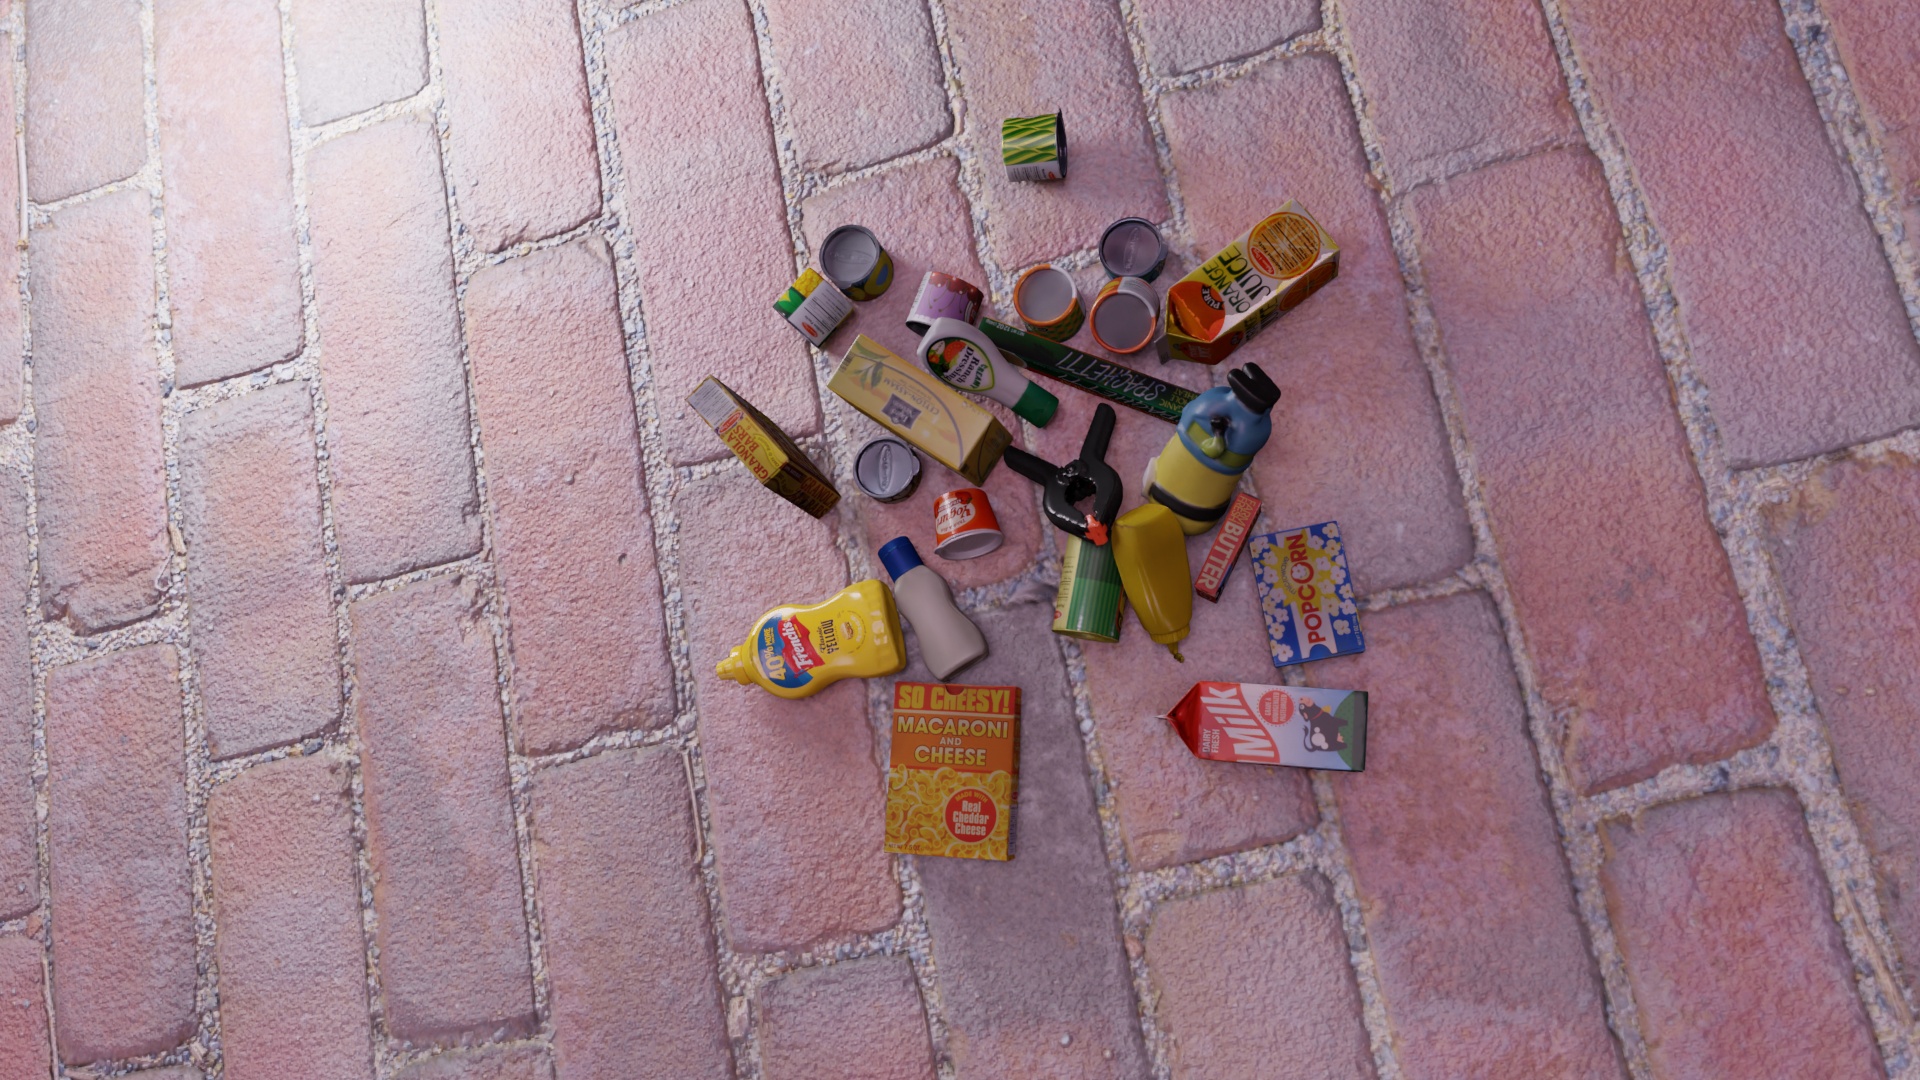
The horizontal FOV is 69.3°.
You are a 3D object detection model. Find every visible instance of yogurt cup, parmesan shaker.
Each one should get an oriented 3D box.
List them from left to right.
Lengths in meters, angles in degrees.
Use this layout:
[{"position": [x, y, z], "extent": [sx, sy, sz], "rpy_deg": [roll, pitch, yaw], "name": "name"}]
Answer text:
[{"position": [0.005, -0.017, 1.387], "extent": [0.072, 0.072, 0.054], "rpy_deg": [-17, 68, 10], "name": "yogurt cup"}, {"position": [0.130, 0.043, 1.341], "extent": [0.071, 0.071, 0.103], "rpy_deg": [9, 81, 15], "name": "parmesan shaker"}]

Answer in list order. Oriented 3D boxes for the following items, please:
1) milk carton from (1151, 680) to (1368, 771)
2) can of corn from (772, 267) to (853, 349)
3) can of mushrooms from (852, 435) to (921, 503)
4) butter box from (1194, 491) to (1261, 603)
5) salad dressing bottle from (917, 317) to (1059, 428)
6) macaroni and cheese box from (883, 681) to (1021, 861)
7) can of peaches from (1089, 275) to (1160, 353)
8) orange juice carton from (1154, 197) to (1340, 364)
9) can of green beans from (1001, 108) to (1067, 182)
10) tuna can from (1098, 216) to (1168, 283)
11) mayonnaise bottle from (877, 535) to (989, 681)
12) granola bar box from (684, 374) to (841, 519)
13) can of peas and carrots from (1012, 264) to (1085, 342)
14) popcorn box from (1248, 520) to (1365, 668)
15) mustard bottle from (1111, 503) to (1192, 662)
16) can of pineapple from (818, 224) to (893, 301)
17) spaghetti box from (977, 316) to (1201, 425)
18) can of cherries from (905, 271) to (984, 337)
[{"position": [0.275, 0.170, 1.281], "extent": [0.190, 0.072, 0.073], "rpy_deg": [3, 81, 14], "name": "milk carton"}, {"position": [-0.156, -0.247, 1.469], "extent": [0.071, 0.071, 0.058], "rpy_deg": [43, 91, 17], "name": "can of corn"}, {"position": [-0.072, -0.072, 1.431], "extent": [0.071, 0.033, 0.071], "rpy_deg": [-3, 78, 13], "name": "can of mushrooms"}, {"position": [0.256, 0.007, 1.327], "extent": [0.024, 0.053, 0.103], "rpy_deg": [25, 86, 15], "name": "butter box"}, {"position": [0.029, -0.166, 1.390], "extent": [0.147, 0.044, 0.064], "rpy_deg": [31, 120, -11], "name": "salad dressing bottle"}, {"position": [-0.006, 0.223, 1.355], "extent": [0.124, 0.040, 0.166], "rpy_deg": [1, 80, 13], "name": "macaroni and cheese box"}, {"position": [0.162, -0.222, 1.378], "extent": [0.071, 0.058, 0.071], "rpy_deg": [4, 113, 10], "name": "can of peaches"}, {"position": [0.271, -0.240, 1.361], "extent": [0.192, 0.071, 0.073], "rpy_deg": [-36, 74, 4], "name": "orange juice carton"}, {"position": [0.077, -0.408, 1.443], "extent": [0.058, 0.071, 0.071], "rpy_deg": [-2, 79, 14], "name": "can of green beans"}, {"position": [0.178, -0.292, 1.414], "extent": [0.071, 0.033, 0.071], "rpy_deg": [-2, 79, 13], "name": "tuna can"}, {"position": [-0.032, 0.065, 1.392], "extent": [0.065, 0.041, 0.148], "rpy_deg": [-32, 73, 3], "name": "mayonnaise bottle"}, {"position": [-0.194, -0.091, 1.395], "extent": [0.039, 0.165, 0.124], "rpy_deg": [-44, 73, 2], "name": "granola bar box"}, {"position": [0.089, -0.239, 1.411], "extent": [0.071, 0.058, 0.071], "rpy_deg": [-3, 79, 13], "name": "can of peas and carrots"}, {"position": [0.326, 0.051, 1.310], "extent": [0.085, 0.038, 0.127], "rpy_deg": [-11, 77, 10], "name": "popcorn box"}, {"position": [0.188, 0.047, 1.316], "extent": [0.065, 0.049, 0.159], "rpy_deg": [-25, 112, -24], "name": "mustard bottle"}, {"position": [-0.110, -0.291, 1.469], "extent": [0.071, 0.058, 0.071], "rpy_deg": [-3, 79, 13], "name": "can of pineapple"}, {"position": [0.133, -0.166, 1.391], "extent": [0.250, 0.050, 0.029], "rpy_deg": [23, 85, 16], "name": "spaghetti box"}, {"position": [-0.014, -0.237, 1.432], "extent": [0.071, 0.071, 0.058], "rpy_deg": [19, 84, 16], "name": "can of cherries"}]
